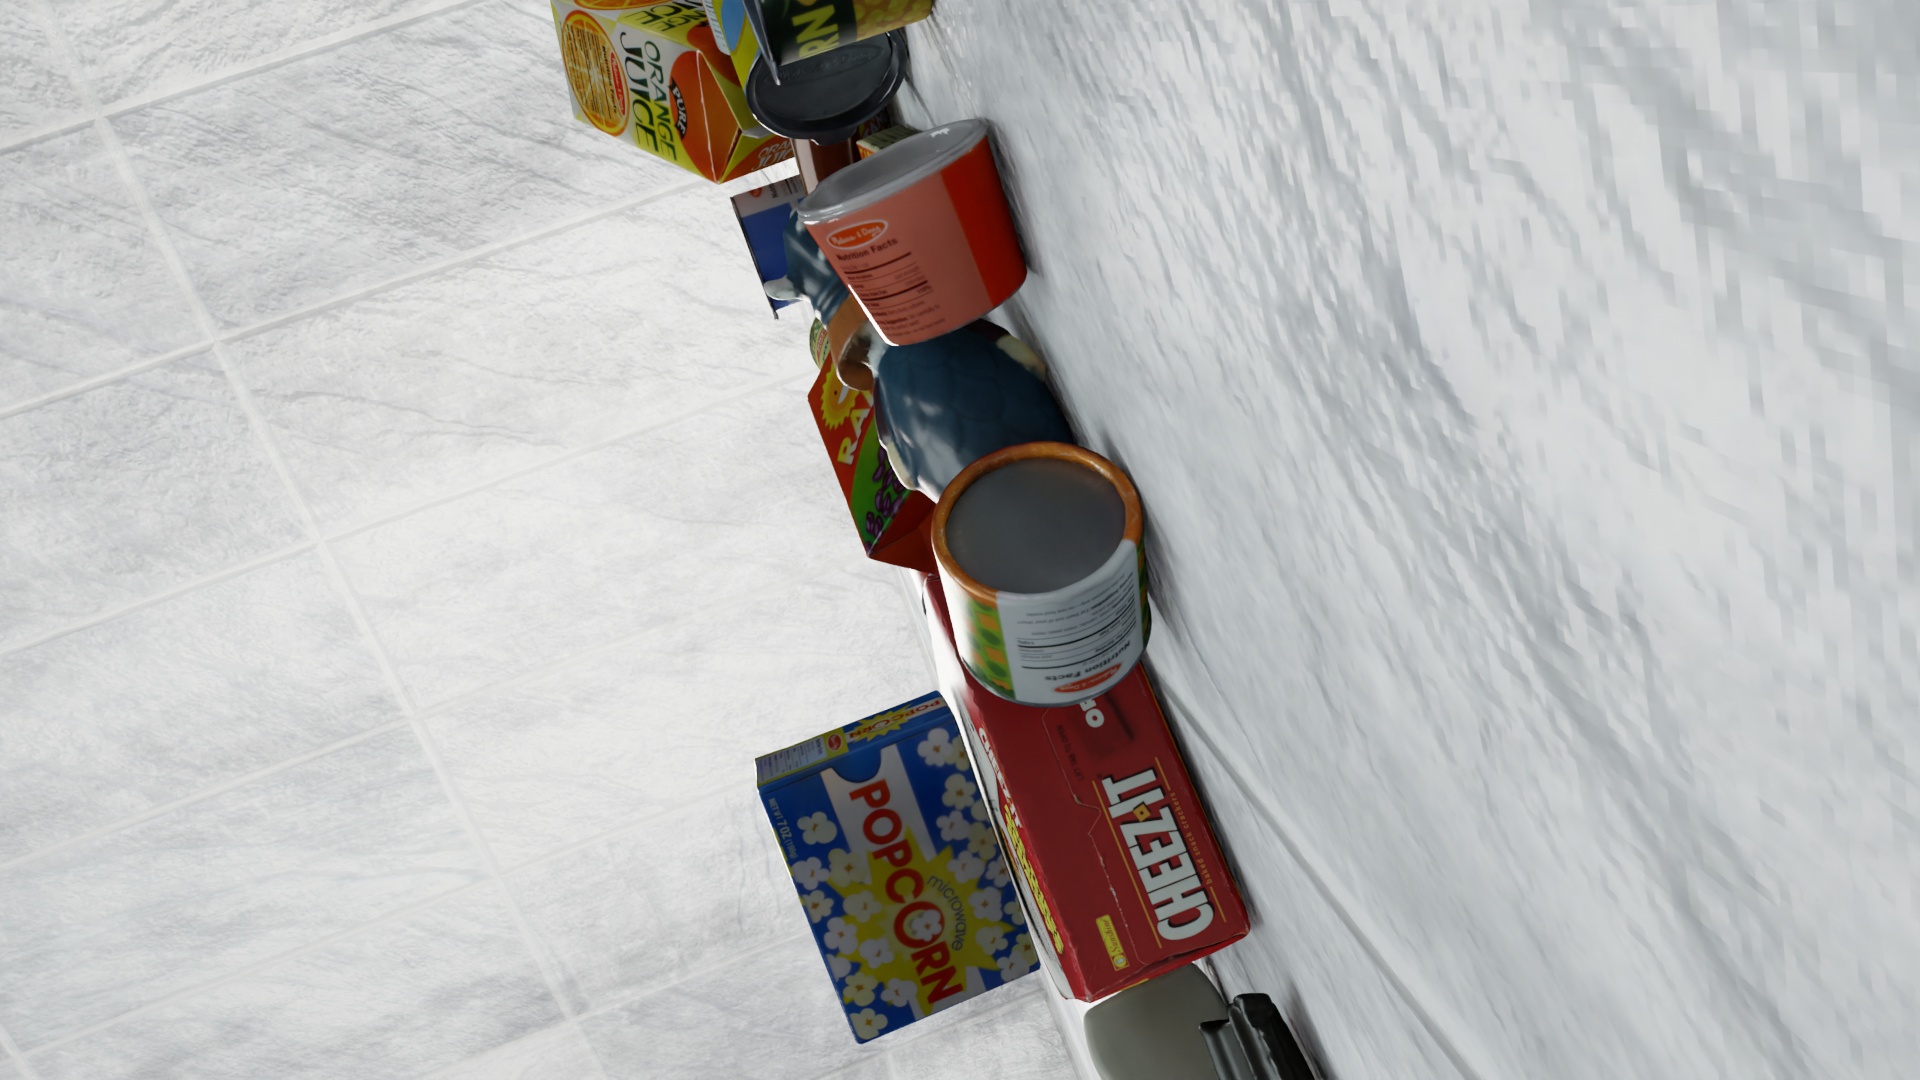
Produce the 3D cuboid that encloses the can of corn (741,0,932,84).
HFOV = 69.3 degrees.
[{"bbox_3d":[-0.046,-0.196,0.463,0.071,0.058,0.071,163,87,-85],"label":"can of corn"}]

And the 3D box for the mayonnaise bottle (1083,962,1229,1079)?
[{"bbox_3d":[0.110,0.262,0.597,0.041,0.065,0.148,73,172,-62],"label":"mayonnaise bottle"}]

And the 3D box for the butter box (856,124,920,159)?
[{"bbox_3d":[-0.019,-0.143,0.584,0.104,0.024,0.053,-122,14,-67],"label":"butter box"}]

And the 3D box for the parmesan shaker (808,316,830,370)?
[{"bbox_3d":[-0.055,-0.116,0.882,0.103,0.071,0.071,-120,11,-62],"label":"parmesan shaker"}]

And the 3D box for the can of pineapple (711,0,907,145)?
[{"bbox_3d":[-0.062,-0.204,0.558,0.070,0.071,0.058,81,169,-66],"label":"can of pineapple"}]

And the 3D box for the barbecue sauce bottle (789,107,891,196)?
[{"bbox_3d":[-0.057,-0.194,0.643,0.065,0.043,0.147,-66,-33,-51],"label":"barbecue sauce bottle"}]

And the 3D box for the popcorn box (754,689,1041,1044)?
[{"bbox_3d":[-0.026,0.137,0.584,0.038,0.085,0.126,-131,22,-73],"label":"popcorn box"}]

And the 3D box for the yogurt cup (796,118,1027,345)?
[{"bbox_3d":[-0.013,-0.101,0.461,0.053,0.072,0.072,63,178,-23],"label":"yogurt cup"}]

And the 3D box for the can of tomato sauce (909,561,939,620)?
[{"bbox_3d":[0.002,-0.008,0.653,0.070,0.071,0.083,75,174,-46],"label":"can of tomato sauce"}]

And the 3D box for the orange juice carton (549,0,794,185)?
[{"bbox_3d":[-0.136,-0.248,0.744,0.193,0.072,0.072,31,138,38],"label":"orange juice carton"}]

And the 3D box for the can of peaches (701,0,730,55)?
[{"bbox_3d":[-0.092,-0.270,0.655,0.071,0.071,0.057,-116,7,-50],"label":"can of peaches"}]

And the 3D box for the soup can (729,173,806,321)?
[{"bbox_3d":[-0.075,-0.168,0.764,0.071,0.084,0.071,164,86,-85],"label":"soup can"}]

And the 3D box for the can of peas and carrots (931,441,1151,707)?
[{"bbox_3d":[0.026,0.009,0.447,0.058,0.071,0.071,77,171,-50],"label":"can of peas and carrots"}]

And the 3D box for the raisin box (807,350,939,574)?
[{"bbox_3d":[-0.022,-0.057,0.614,0.085,0.040,0.124,-56,36,27],"label":"raisin box"}]
